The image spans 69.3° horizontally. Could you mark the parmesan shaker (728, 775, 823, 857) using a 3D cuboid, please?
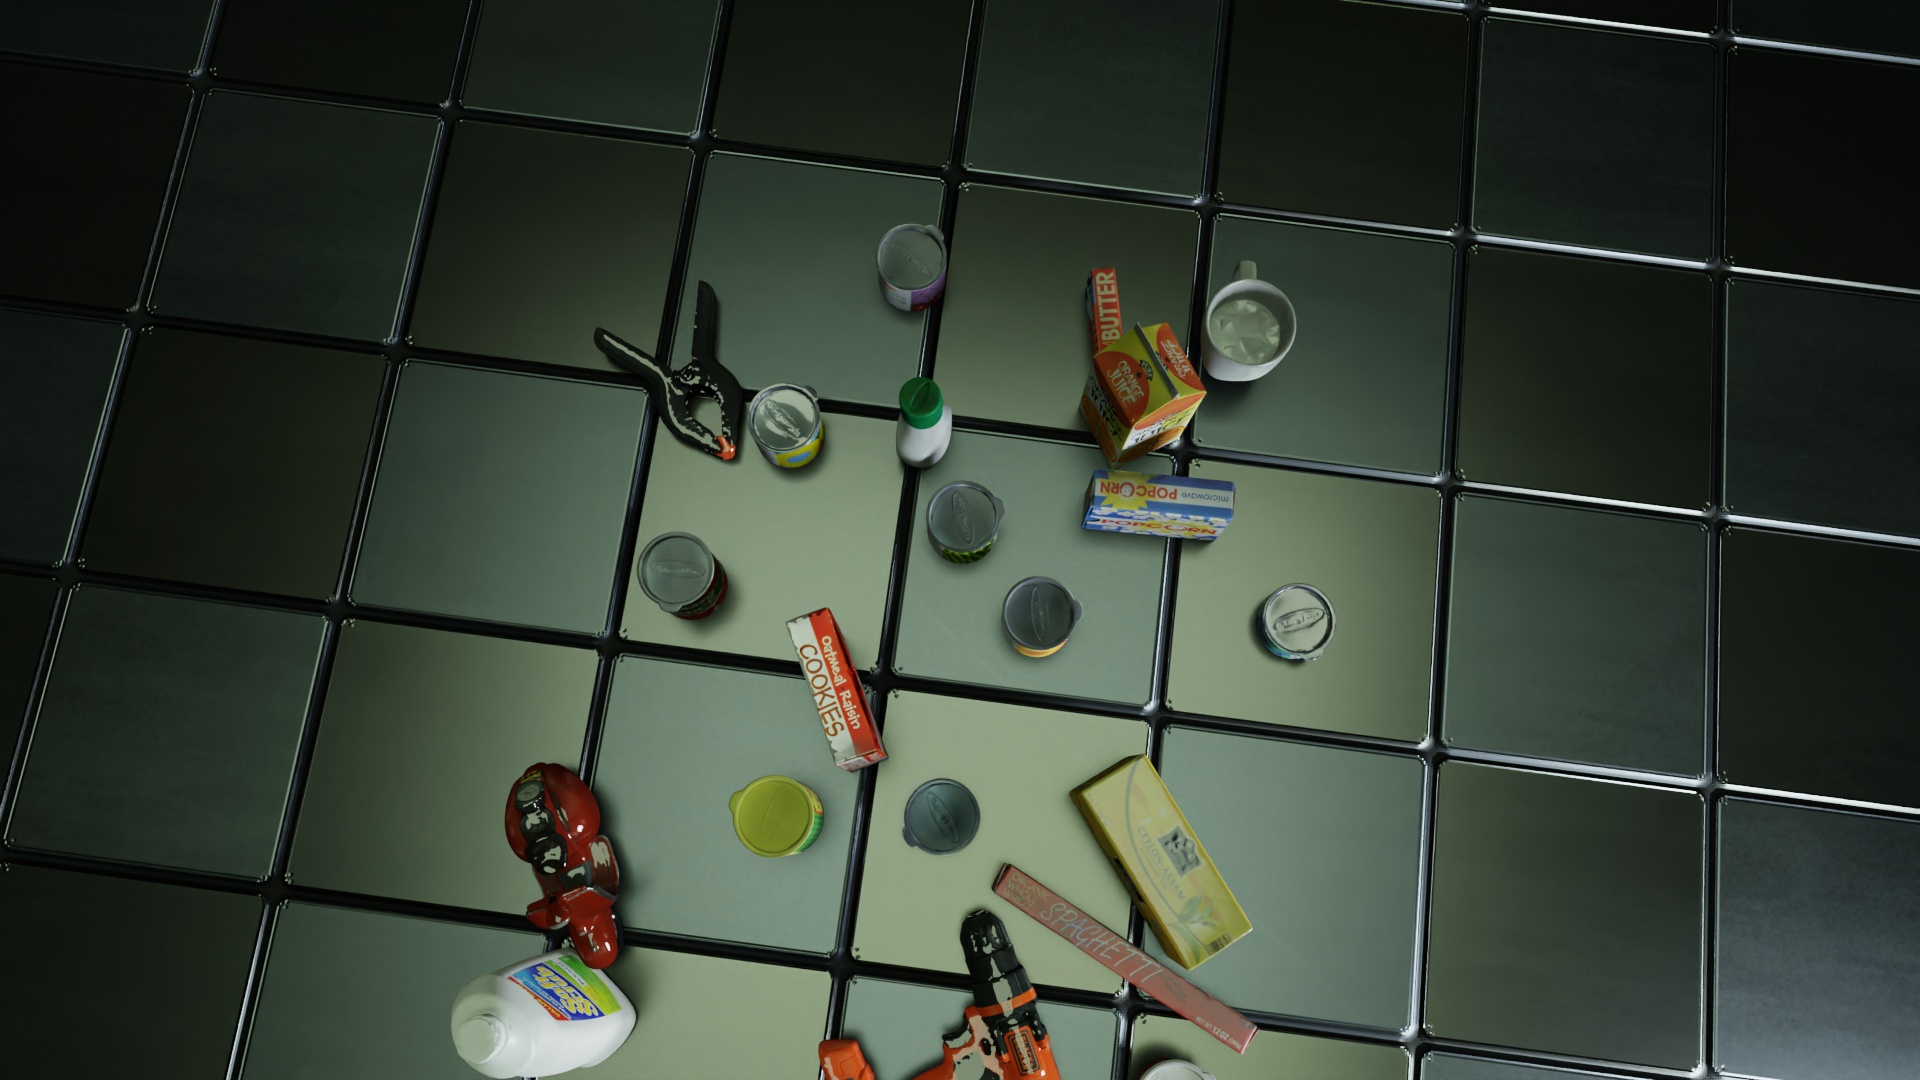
[{"bbox_3d":[-0.155,0.234,1.182,0.071,0.103,0.071,0,78,-1],"label":"parmesan shaker"}]

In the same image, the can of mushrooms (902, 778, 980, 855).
[{"bbox_3d":[-0.018,0.244,1.217,0.071,0.033,0.071,0,78,-1],"label":"can of mushrooms"}]

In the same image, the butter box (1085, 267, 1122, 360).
[{"bbox_3d":[0.136,-0.199,1.304,0.024,0.053,0.103,-4,78,-1],"label":"butter box"}]

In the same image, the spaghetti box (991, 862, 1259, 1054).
[{"bbox_3d":[0.136,0.354,1.187,0.250,0.050,0.029,32,80,6],"label":"spaghetti box"}]

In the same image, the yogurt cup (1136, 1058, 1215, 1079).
[{"bbox_3d":[0.176,0.466,1.162,0.072,0.054,0.072,0,78,-1],"label":"yogurt cup"}]

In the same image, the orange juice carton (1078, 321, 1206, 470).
[{"bbox_3d":[0.159,-0.129,1.218,0.073,0.192,0.072,-26,80,-6],"label":"orange juice carton"}]

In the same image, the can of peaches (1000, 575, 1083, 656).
[{"bbox_3d":[0.072,0.069,1.243,0.071,0.058,0.071,0,78,-1],"label":"can of peaches"}]

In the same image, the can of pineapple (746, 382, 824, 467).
[{"bbox_3d":[-0.158,-0.106,1.278,0.071,0.057,0.071,0,78,-1],"label":"can of pineapple"}]

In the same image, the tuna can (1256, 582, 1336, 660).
[{"bbox_3d":[0.304,0.076,1.257,0.071,0.032,0.071,0,78,-1],"label":"tuna can"}]

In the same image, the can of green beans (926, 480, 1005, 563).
[{"bbox_3d":[0.002,-0.016,1.261,0.071,0.057,0.071,0,78,-1],"label":"can of green beans"}]

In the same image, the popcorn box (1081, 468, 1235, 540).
[{"bbox_3d":[0.177,-0.031,1.252,0.127,0.085,0.038,6,78,1],"label":"popcorn box"}]

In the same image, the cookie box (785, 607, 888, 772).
[{"bbox_3d":[-0.101,0.129,1.172,0.040,0.167,0.123,-21,79,-5],"label":"cookie box"}]

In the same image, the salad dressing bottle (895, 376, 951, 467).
[{"bbox_3d":[-0.034,-0.106,1.234,0.044,0.147,0.064,29,80,5],"label":"salad dressing bottle"}]

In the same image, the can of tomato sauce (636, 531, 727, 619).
[{"bbox_3d":[-0.245,0.035,1.234,0.071,0.083,0.071,0,78,-1],"label":"can of tomato sauce"}]

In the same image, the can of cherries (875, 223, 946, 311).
[{"bbox_3d":[-0.044,-0.258,1.312,0.071,0.058,0.071,0,78,-1],"label":"can of cherries"}]
